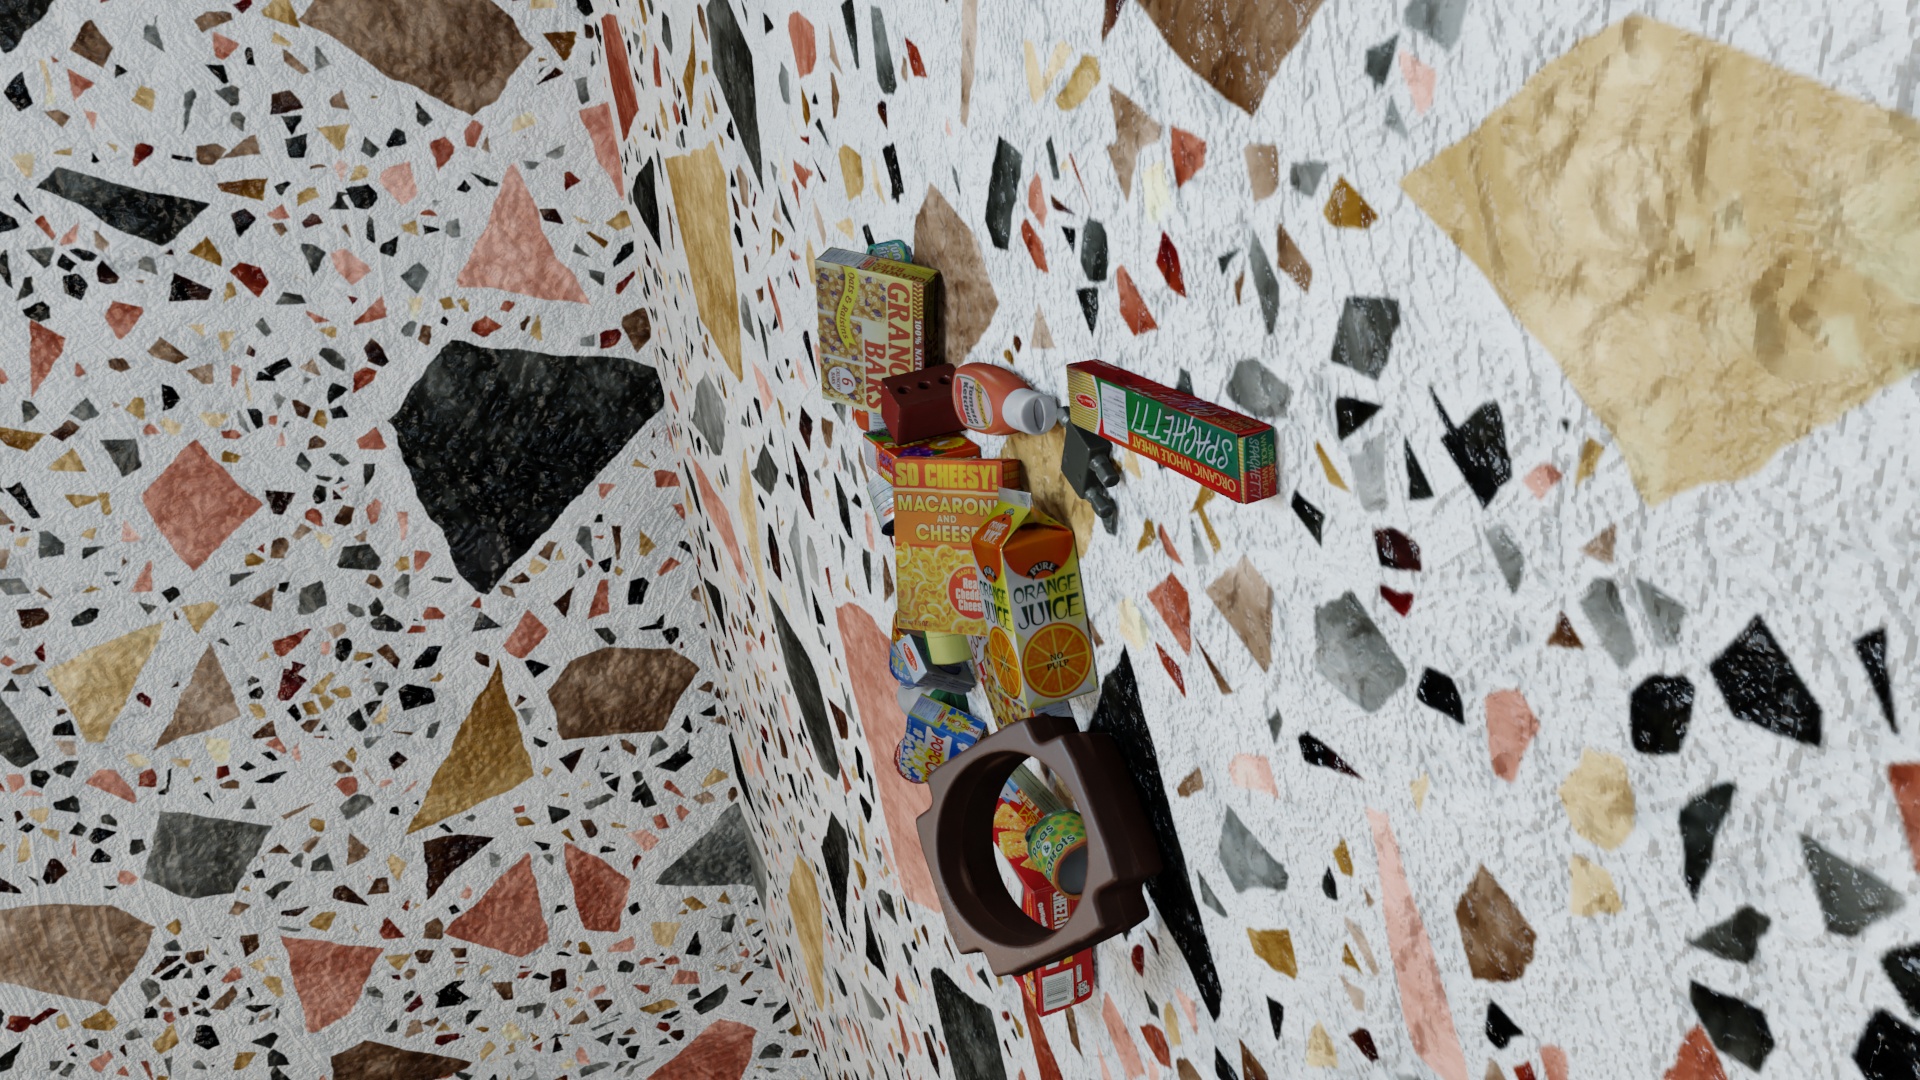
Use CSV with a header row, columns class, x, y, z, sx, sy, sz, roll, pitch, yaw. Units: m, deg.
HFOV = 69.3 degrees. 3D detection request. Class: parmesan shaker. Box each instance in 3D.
class,x,y,z,sx,sy,sz,roll,pitch,yaw
parmesan shaker,-0.016,0.076,1.502,0.071,0.071,0.103,-168,65,-69

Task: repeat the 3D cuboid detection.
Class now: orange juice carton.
class,x,y,z,sx,sy,sz,roll,pitch,yaw
orange juice carton,0.063,0.047,1.252,0.072,0.073,0.192,-160,58,-67

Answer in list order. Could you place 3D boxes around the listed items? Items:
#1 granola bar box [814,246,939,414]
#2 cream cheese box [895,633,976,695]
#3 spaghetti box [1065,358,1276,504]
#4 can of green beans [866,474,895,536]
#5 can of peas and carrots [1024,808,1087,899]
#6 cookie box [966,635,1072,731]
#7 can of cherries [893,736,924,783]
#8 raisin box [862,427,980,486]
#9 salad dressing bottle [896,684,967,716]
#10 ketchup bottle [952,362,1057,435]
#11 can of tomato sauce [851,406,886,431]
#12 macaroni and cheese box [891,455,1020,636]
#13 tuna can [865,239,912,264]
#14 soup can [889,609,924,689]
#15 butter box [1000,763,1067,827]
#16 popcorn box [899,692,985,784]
class,x,y,z,sx,sy,sz,roll,pitch,yaw
granola bar box,-0.084,-0.210,1.431,0.124,0.039,0.164,16,130,18
cream cheese box,-0.027,0.140,1.553,0.024,0.104,0.053,-38,60,20
spaghetti box,0.144,-0.083,0.995,0.250,0.029,0.050,-143,42,-61
can of green beans,-0.067,-0.045,1.565,0.071,0.071,0.058,119,134,-63
can of peas and carrots,0.104,0.299,1.324,0.059,0.071,0.070,-140,40,-59
cookie box,0.050,0.119,1.391,0.122,0.040,0.167,130,124,-67
can of cherries,-0.048,0.269,1.734,0.058,0.072,0.071,133,121,-68
raisin box,-0.041,-0.087,1.430,0.123,0.086,0.040,-142,43,-61
salad dressing bottle,-0.034,0.194,1.685,0.147,0.044,0.064,174,85,-69
ketchup bottle,0.039,-0.122,1.243,0.149,0.044,0.064,-152,50,-64
can of tomato sauce,-0.091,-0.172,1.541,0.071,0.071,0.082,-127,28,-48
macaroni and cheese box,-0.003,0.004,1.325,0.123,0.040,0.166,3,100,30
tuna can,-0.074,-0.283,1.463,0.071,0.033,0.071,166,89,-72
soup can,-0.050,0.123,1.635,0.083,0.071,0.071,96,152,-46
butter box,0.072,0.263,1.402,0.103,0.024,0.053,45,152,14
popcorn box,-0.022,0.242,1.622,0.085,0.038,0.126,24,141,13
